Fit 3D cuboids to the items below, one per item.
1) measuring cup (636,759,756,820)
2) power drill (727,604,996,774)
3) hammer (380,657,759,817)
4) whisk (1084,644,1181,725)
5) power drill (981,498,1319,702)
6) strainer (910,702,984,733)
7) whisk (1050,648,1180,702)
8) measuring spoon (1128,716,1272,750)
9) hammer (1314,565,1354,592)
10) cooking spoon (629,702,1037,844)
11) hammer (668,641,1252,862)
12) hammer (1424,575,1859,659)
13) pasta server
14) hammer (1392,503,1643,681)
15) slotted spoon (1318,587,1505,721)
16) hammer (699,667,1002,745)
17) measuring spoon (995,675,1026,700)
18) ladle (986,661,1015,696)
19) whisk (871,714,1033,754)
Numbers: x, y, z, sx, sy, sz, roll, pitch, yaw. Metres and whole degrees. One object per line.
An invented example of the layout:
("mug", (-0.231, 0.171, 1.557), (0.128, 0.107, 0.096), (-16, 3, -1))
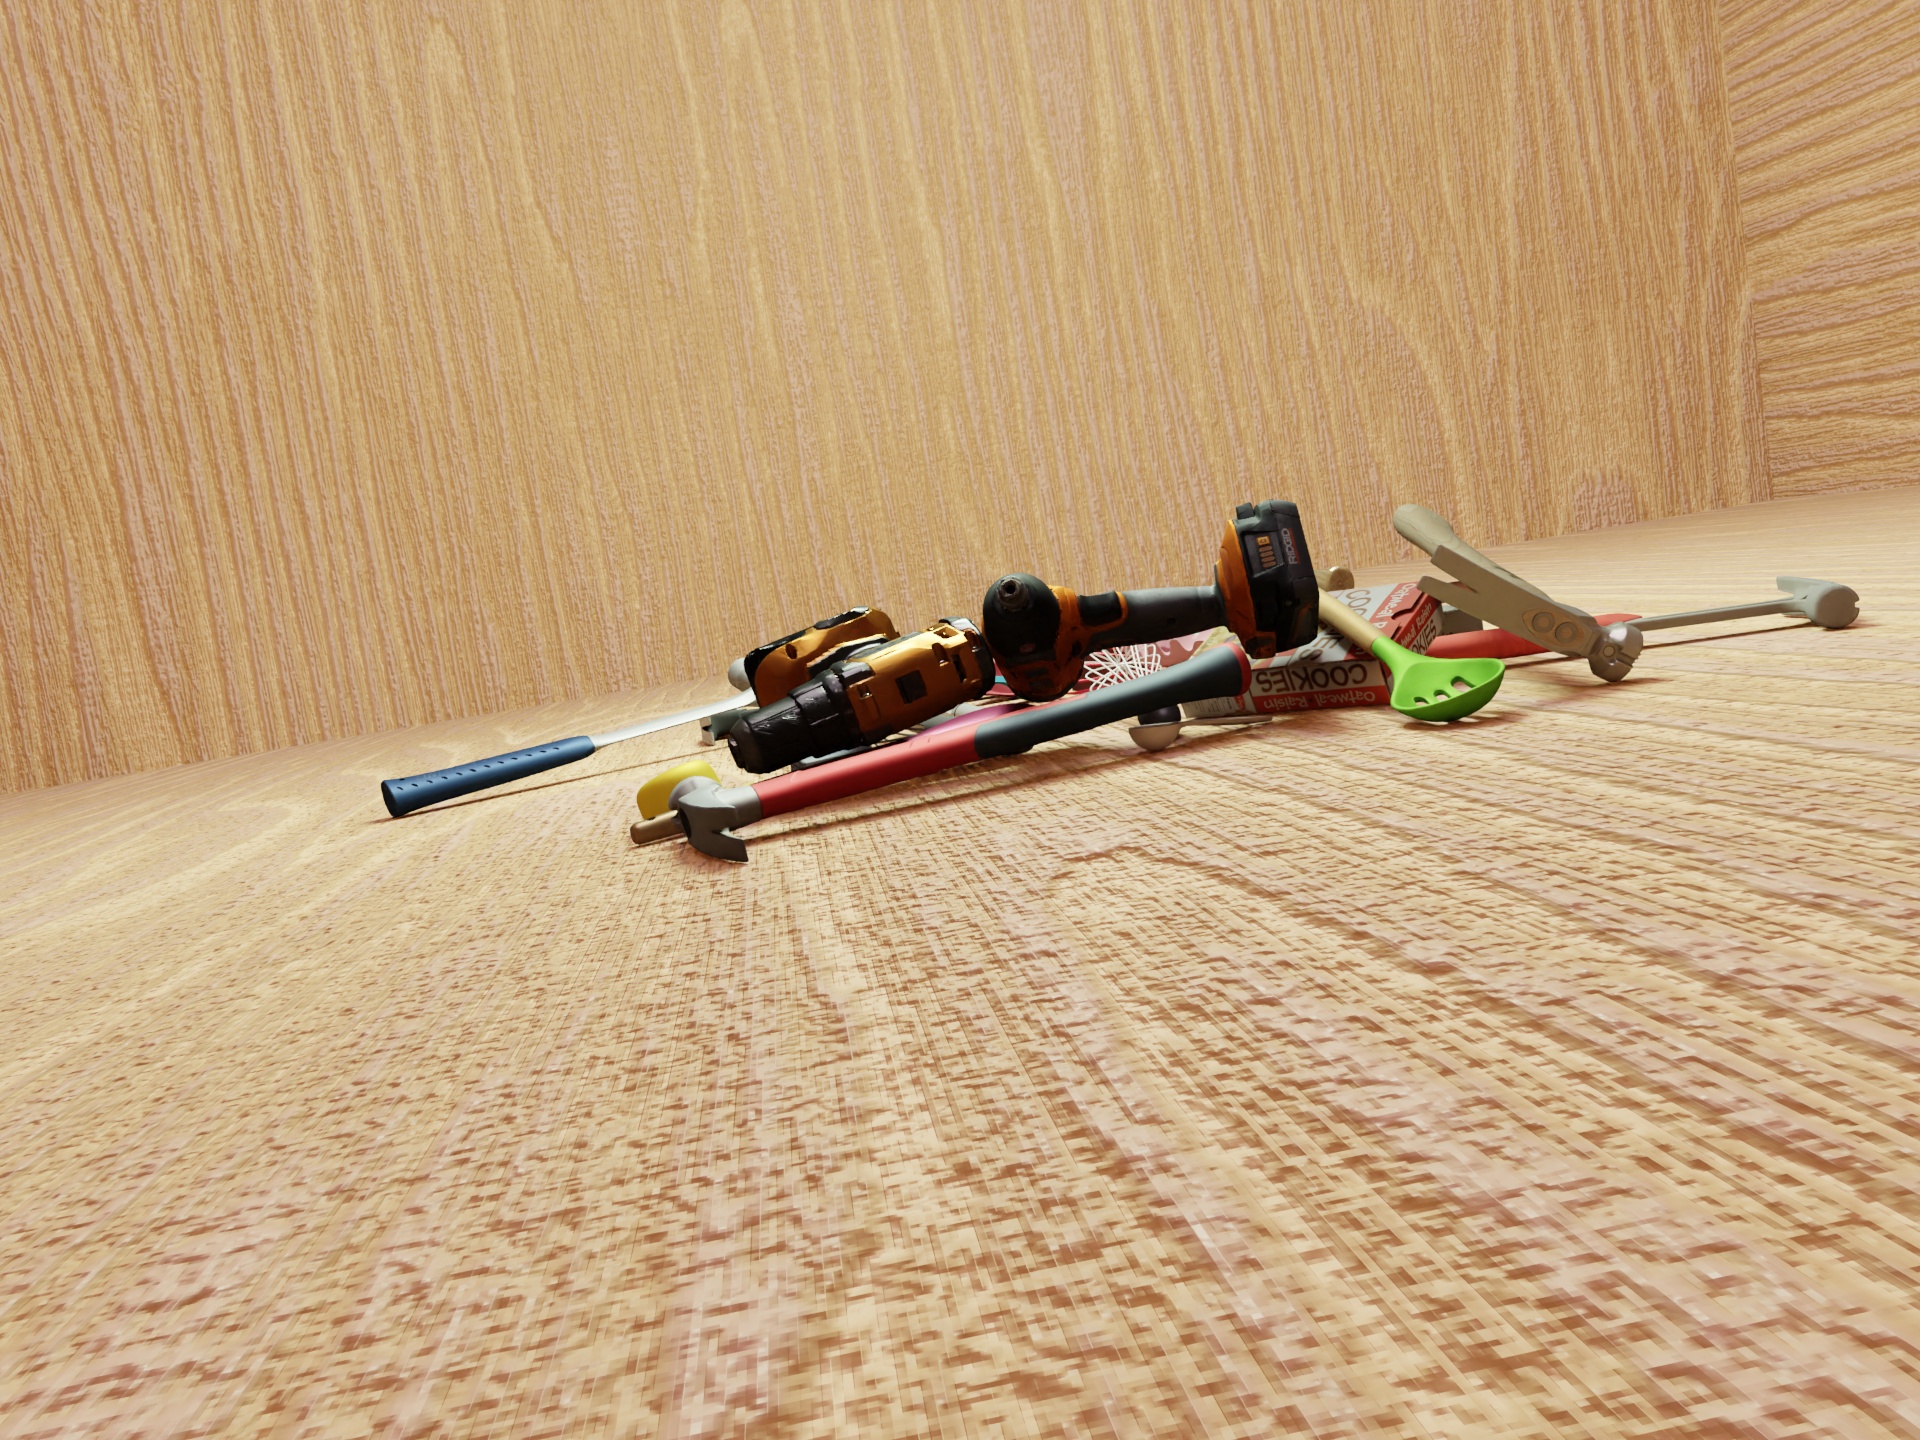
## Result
("measuring cup", (-0.177, 0.045, 1.105), (0.062, 0.029, 0.156), (-29, -3, 12))
("power drill", (-0.094, -0.019, 1.143), (0.185, 0.084, 0.226), (-24, 12, -16))
("hammer", (-0.343, 0.021, 1.522), (0.405, 0.035, 0.144), (-17, 30, -31))
("whisk", (0.138, -0.022, 1.230), (0.070, 0.070, 0.285), (-9, 11, 1))
("power drill", (0.126, -0.080, 1.091), (0.226, 0.084, 0.164), (-13, -18, 8))
("strainer", (-0.002, -0.004, 1.335), (0.087, 0.050, 0.258), (-18, 14, -21))
("whisk", (0.178, -0.052, 1.453), (0.296, 0.073, 0.073), (-1, 9, 29))
("measuring spoon", (0.166, 0.008, 1.078), (0.124, 0.018, 0.034), (-5, 2, -34))
("hammer", (0.340, -0.138, 1.613), (0.031, 0.130, 0.331), (-6, 4, -2))
("cooking spoon", (-0.074, 0.031, 1.080), (0.319, 0.017, 0.069), (-18, 18, -29))
("hammer", (0.018, 0.014, 0.989), (0.386, 0.038, 0.143), (-15, 8, -19))
("hammer", (0.468, -0.067, 1.210), (0.359, 0.036, 0.149), (-8, 6, 11))
("pasta server", (0.286, -0.089, 1.349), (0.316, 0.040, 0.060), (-11, 19, 22))
("hammer", (0.375, -0.122, 1.200), (0.146, 0.038, 0.411), (24, 16, -4))
("slotted spoon", (0.279, -0.059, 1.088), (0.070, 0.031, 0.314), (-26, 23, -1))
("hammer", (-0.117, -0.018, 1.692), (0.335, 0.035, 0.146), (-8, 5, 7))
("measuring spoon", (0.025, -0.031, 1.573), (0.128, 0.021, 0.042), (1, 21, 10))
("ladle", (-0.036, -0.017, 1.572), (0.315, 0.031, 0.069), (-16, 35, -34))
("whisk", (-0.016, 0.006, 1.233), (0.055, 0.055, 0.239), (-13, 11, -33))
